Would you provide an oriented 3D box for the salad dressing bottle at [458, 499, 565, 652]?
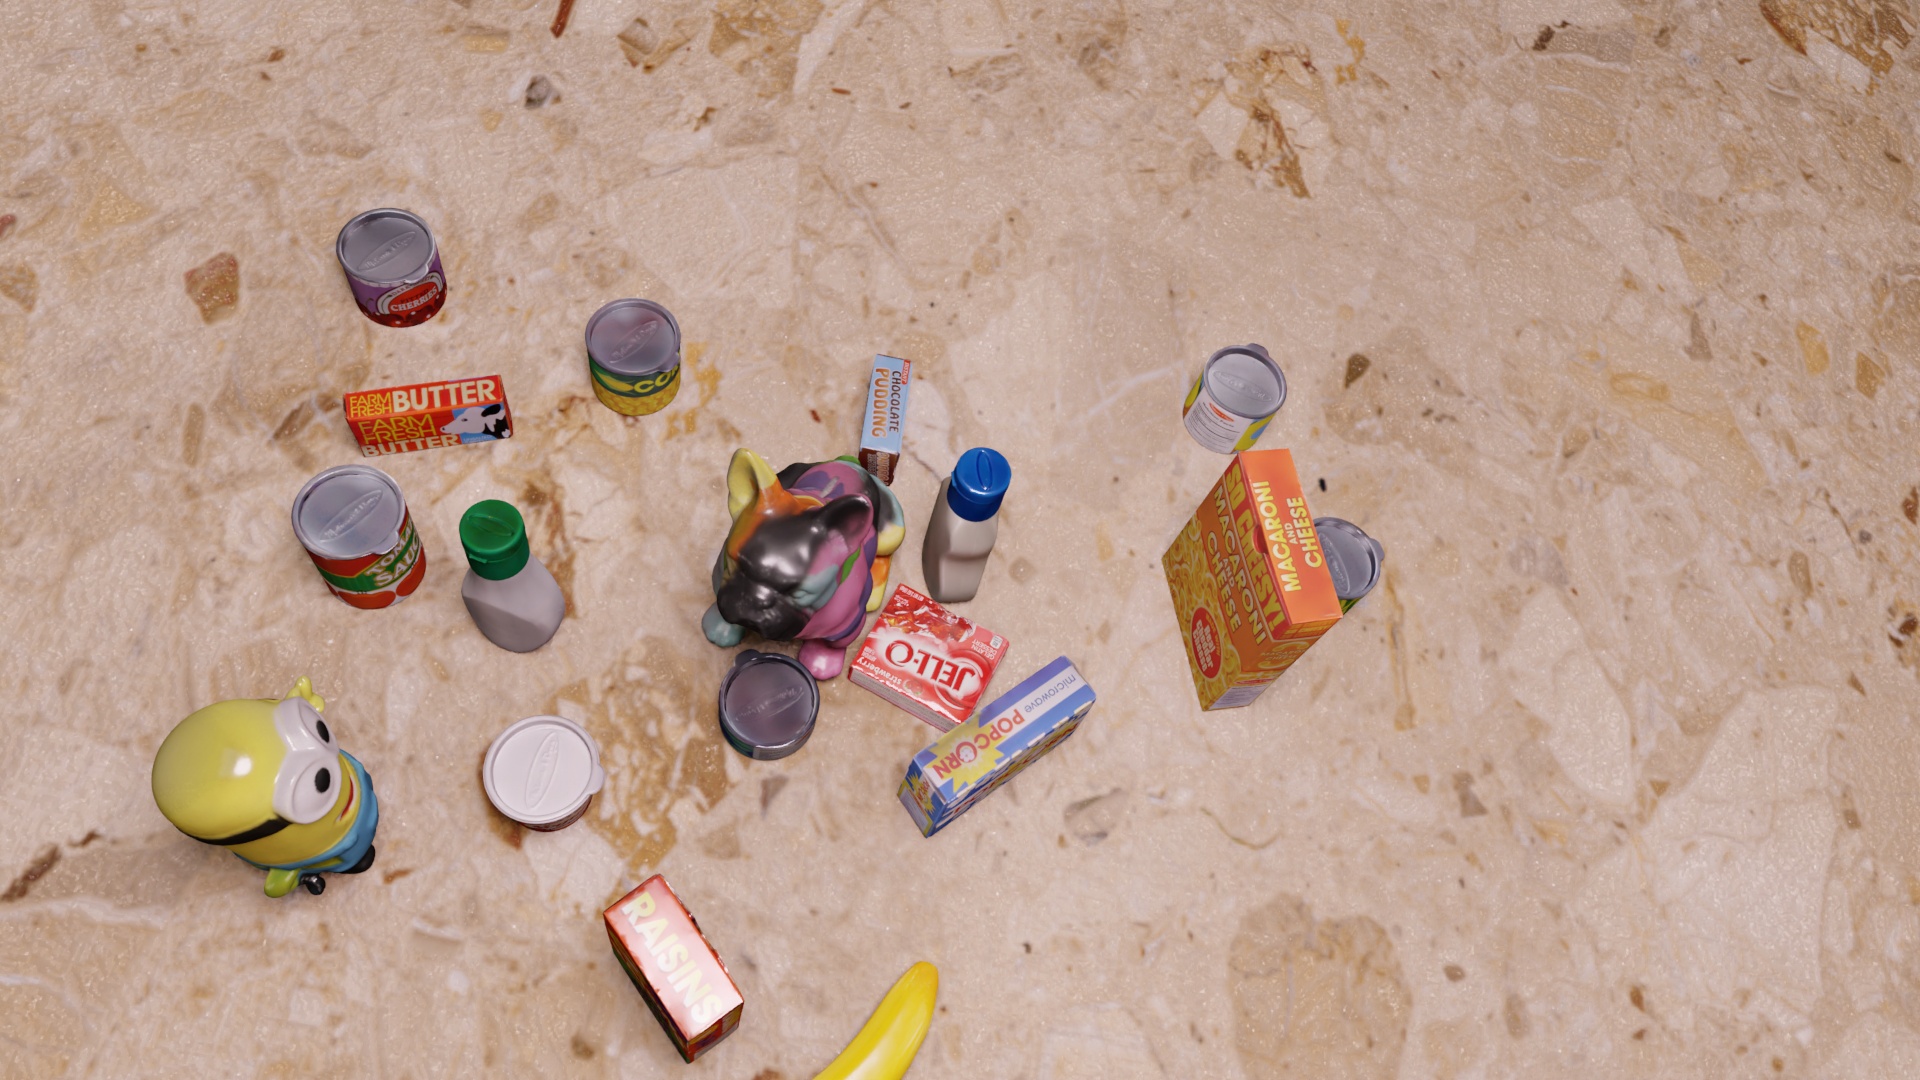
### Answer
[{"bbox_3d":[-0.284,0.023,0.869,0.064,0.147,0.044,21,62,0],"label":"salad dressing bottle"}]

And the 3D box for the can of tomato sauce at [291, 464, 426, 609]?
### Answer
[{"bbox_3d":[-0.384,0.000,0.898,0.071,0.082,0.071,4,63,-9],"label":"can of tomato sauce"}]

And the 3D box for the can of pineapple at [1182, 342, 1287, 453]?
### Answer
[{"bbox_3d":[0.213,-0.110,1.080,0.071,0.057,0.071,4,63,-9],"label":"can of pineapple"}]

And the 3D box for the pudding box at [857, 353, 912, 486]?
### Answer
[{"bbox_3d":[-0.056,-0.089,1.023,0.030,0.049,0.084,10,63,-6],"label":"pudding box"}]

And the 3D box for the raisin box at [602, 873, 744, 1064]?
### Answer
[{"bbox_3d":[-0.163,0.247,0.793,0.040,0.122,0.086,-32,74,-23],"label":"raisin box"}]

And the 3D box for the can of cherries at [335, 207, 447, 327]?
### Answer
[{"bbox_3d":[-0.409,-0.194,1.004,0.071,0.058,0.072,4,63,-9],"label":"can of cherries"}]

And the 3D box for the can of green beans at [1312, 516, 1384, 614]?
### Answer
[{"bbox_3d":[0.266,0.025,1.022,0.071,0.057,0.071,4,63,-9],"label":"can of green beans"}]

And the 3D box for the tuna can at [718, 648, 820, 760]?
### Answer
[{"bbox_3d":[-0.128,0.108,0.920,0.071,0.032,0.071,4,63,-9],"label":"tuna can"}]

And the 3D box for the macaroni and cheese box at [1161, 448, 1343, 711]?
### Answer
[{"bbox_3d":[0.192,0.031,0.944,0.040,0.165,0.124,-6,65,-13],"label":"macaroni and cheese box"}]

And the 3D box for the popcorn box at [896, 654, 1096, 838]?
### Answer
[{"bbox_3d":[0.023,0.135,0.906,0.127,0.085,0.038,-32,74,-23],"label":"popcorn box"}]

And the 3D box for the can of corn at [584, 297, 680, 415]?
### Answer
[{"bbox_3d":[-0.234,-0.131,1.005,0.071,0.058,0.071,4,63,-9],"label":"can of corn"}]

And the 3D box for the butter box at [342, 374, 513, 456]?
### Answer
[{"bbox_3d":[-0.367,-0.086,0.961,0.104,0.053,0.024,-9,66,-15],"label":"butter box"}]

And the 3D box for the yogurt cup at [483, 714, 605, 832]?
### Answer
[{"bbox_3d":[-0.258,0.148,0.864,0.072,0.053,0.072,4,63,-9],"label":"yogurt cup"}]

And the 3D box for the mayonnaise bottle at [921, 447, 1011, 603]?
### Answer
[{"bbox_3d":[0.003,-0.012,0.940,0.041,0.147,0.065,-2,65,-12],"label":"mayonnaise bottle"}]
